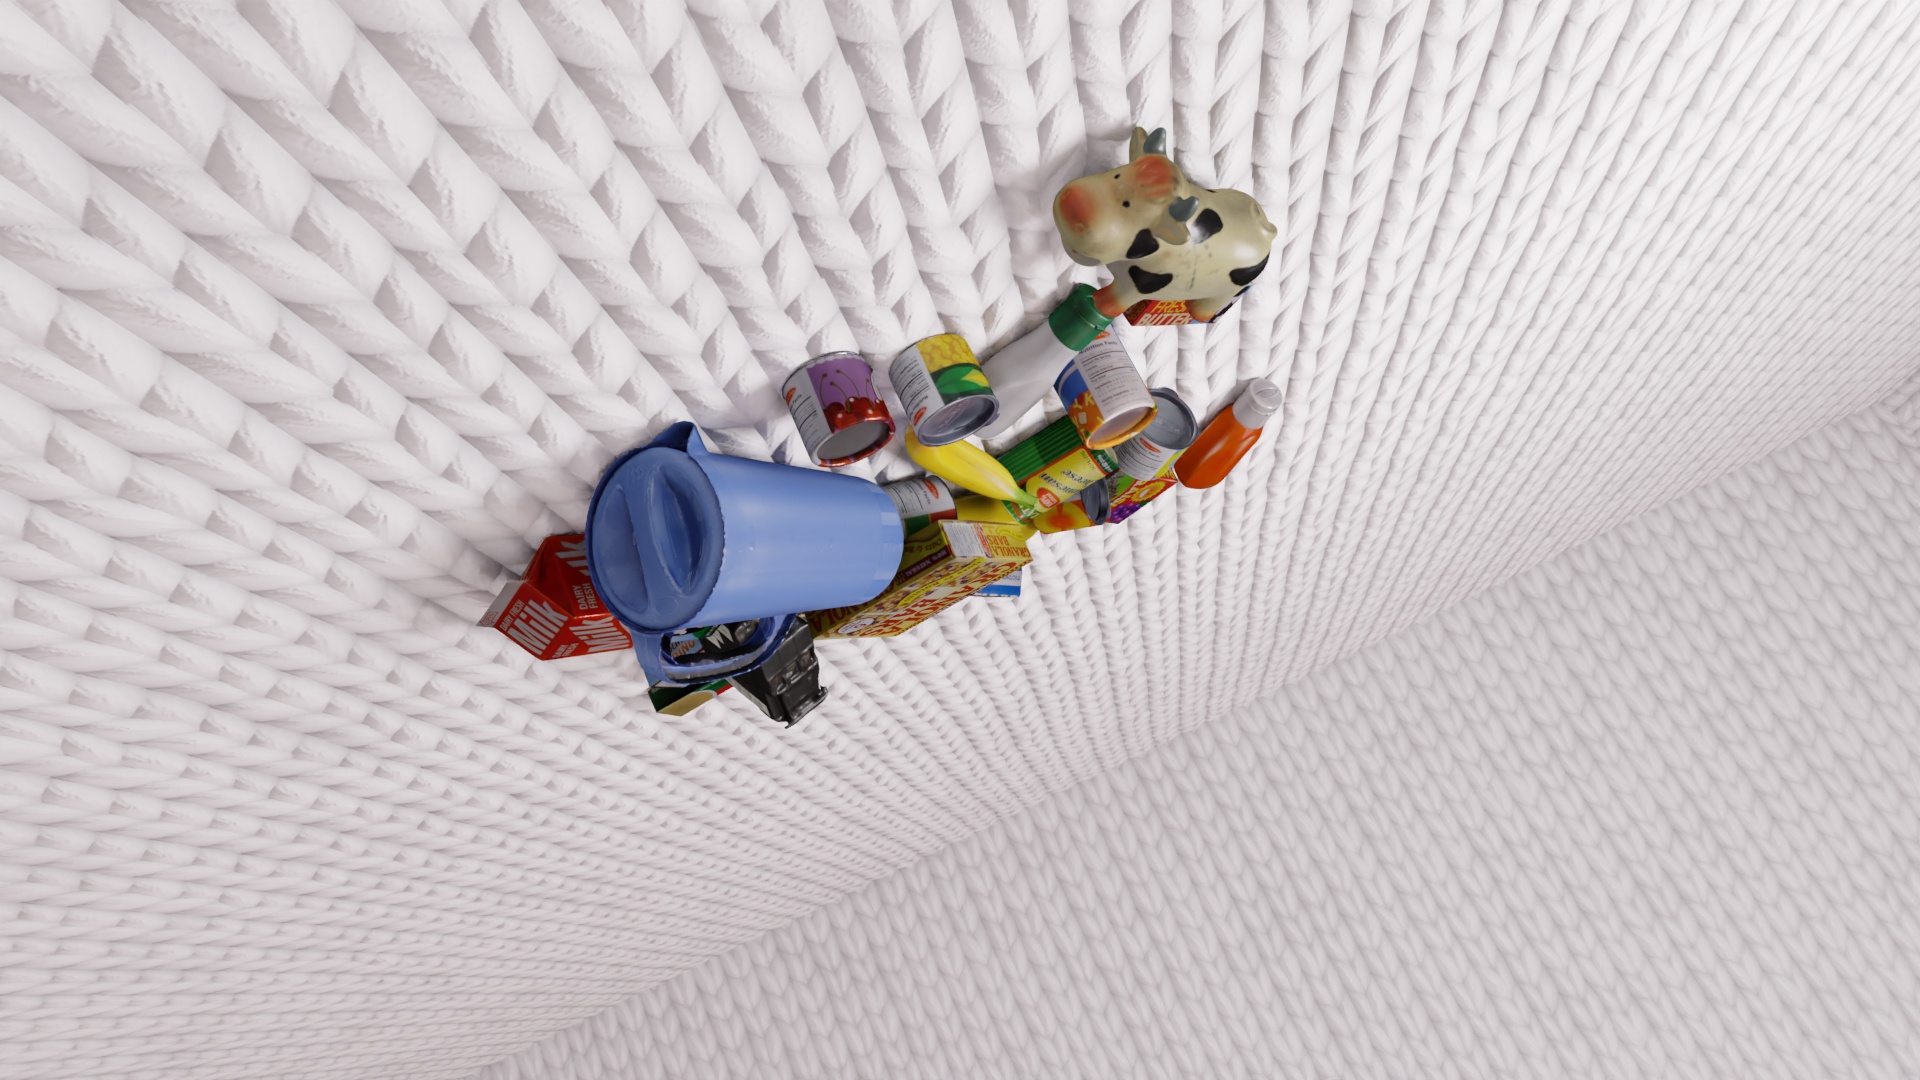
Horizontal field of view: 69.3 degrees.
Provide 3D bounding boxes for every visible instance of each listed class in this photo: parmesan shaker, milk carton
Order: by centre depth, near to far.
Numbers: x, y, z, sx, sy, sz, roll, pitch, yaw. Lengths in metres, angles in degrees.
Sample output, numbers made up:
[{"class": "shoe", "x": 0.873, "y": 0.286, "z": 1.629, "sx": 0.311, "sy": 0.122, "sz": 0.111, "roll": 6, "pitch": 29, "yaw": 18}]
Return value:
[{"class": "milk carton", "x": -0.274, "y": 0.040, "z": 1.081, "sx": 0.191, "sy": 0.073, "sz": 0.072, "roll": -6, "pitch": 152, "yaw": -42}, {"class": "parmesan shaker", "x": 0.081, "y": -0.068, "z": 1.246, "sx": 0.103, "sy": 0.071, "sz": 0.071, "roll": -31, "pitch": 159, "yaw": 15}]

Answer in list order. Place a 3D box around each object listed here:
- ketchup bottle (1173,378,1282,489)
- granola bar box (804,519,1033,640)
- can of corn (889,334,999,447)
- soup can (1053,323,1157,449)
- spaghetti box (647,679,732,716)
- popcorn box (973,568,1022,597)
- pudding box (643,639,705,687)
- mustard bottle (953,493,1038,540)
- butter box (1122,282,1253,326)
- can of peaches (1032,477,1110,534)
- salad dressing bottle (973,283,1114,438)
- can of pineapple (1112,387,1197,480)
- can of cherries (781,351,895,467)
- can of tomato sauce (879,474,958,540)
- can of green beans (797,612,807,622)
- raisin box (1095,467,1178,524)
[{"class": "ketchup bottle", "x": 0.275, "y": -0.107, "z": 1.410, "sx": 0.065, "sy": 0.043, "sz": 0.148, "roll": -15, "pitch": 158, "yaw": -28}, {"class": "granola bar box", "x": -0.038, "y": 0.035, "z": 1.204, "sx": 0.165, "sy": 0.039, "sz": 0.124, "roll": -30, "pitch": 162, "yaw": 30}, {"class": "can of corn", "x": -0.011, "y": -0.112, "z": 1.036, "sx": 0.071, "sy": 0.058, "sz": 0.071, "roll": -22, "pitch": 159, "yaw": -9}, {"class": "soup can", "x": 0.110, "y": -0.123, "z": 1.116, "sx": 0.071, "sy": 0.084, "sz": 0.071, "roll": -22, "pitch": 160, "yaw": -8}, {"class": "spaghetti box", "x": -0.200, "y": 0.108, "z": 1.402, "sx": 0.250, "sy": 0.029, "sz": 0.050, "roll": -30, "pitch": 160, "yaw": 12}, {"class": "popcorn box", "x": -0.006, "y": 0.036, "z": 1.385, "sx": 0.085, "sy": 0.038, "sz": 0.127, "roll": 2, "pitch": 177, "yaw": 34}, {"class": "pudding box", "x": -0.259, "y": 0.110, "z": 1.335, "sx": 0.083, "sy": 0.030, "sz": 0.050, "roll": -36, "pitch": 157, "yaw": 25}, {"class": "mustard bottle", "x": 0.005, "y": -0.016, "z": 1.307, "sx": 0.161, "sy": 0.049, "sz": 0.065, "roll": -5, "pitch": 154, "yaw": -43}, {"class": "butter box", "x": 0.180, "y": -0.196, "z": 1.105, "sx": 0.104, "sy": 0.024, "sz": 0.053, "roll": -9, "pitch": 154, "yaw": -39}, {"class": "can of peaches", "x": 0.102, "y": -0.040, "z": 1.313, "sx": 0.058, "sy": 0.071, "sz": 0.071, "roll": -10, "pitch": 168, "yaw": 28}, {"class": "salad dressing bottle", "x": 0.057, "y": -0.138, "z": 1.076, "sx": 0.064, "sy": 0.044, "sz": 0.147, "roll": 3, "pitch": 145, "yaw": -49}, {"class": "can of pineapple", "x": 0.178, "y": -0.098, "z": 1.287, "sx": 0.071, "sy": 0.071, "sz": 0.057, "roll": -13, "pitch": 157, "yaw": -30}, {"class": "can of cherries", "x": -0.085, "y": -0.093, "z": 0.995, "sx": 0.071, "sy": 0.058, "sz": 0.071, "roll": -22, "pitch": 159, "yaw": -9}, {"class": "can of tomato sauce", "x": -0.054, "y": -0.015, "z": 1.211, "sx": 0.083, "sy": 0.071, "sz": 0.070, "roll": -13, "pitch": 157, "yaw": -28}, {"class": "can of green beans", "x": -0.146, "y": 0.048, "z": 1.263, "sx": 0.058, "sy": 0.071, "sz": 0.071, "roll": -16, "pitch": 158, "yaw": -26}, {"class": "raisin box", "x": 0.151, "y": -0.057, "z": 1.395, "sx": 0.086, "sy": 0.040, "sz": 0.123, "roll": -38, "pitch": 155, "yaw": 28}]
